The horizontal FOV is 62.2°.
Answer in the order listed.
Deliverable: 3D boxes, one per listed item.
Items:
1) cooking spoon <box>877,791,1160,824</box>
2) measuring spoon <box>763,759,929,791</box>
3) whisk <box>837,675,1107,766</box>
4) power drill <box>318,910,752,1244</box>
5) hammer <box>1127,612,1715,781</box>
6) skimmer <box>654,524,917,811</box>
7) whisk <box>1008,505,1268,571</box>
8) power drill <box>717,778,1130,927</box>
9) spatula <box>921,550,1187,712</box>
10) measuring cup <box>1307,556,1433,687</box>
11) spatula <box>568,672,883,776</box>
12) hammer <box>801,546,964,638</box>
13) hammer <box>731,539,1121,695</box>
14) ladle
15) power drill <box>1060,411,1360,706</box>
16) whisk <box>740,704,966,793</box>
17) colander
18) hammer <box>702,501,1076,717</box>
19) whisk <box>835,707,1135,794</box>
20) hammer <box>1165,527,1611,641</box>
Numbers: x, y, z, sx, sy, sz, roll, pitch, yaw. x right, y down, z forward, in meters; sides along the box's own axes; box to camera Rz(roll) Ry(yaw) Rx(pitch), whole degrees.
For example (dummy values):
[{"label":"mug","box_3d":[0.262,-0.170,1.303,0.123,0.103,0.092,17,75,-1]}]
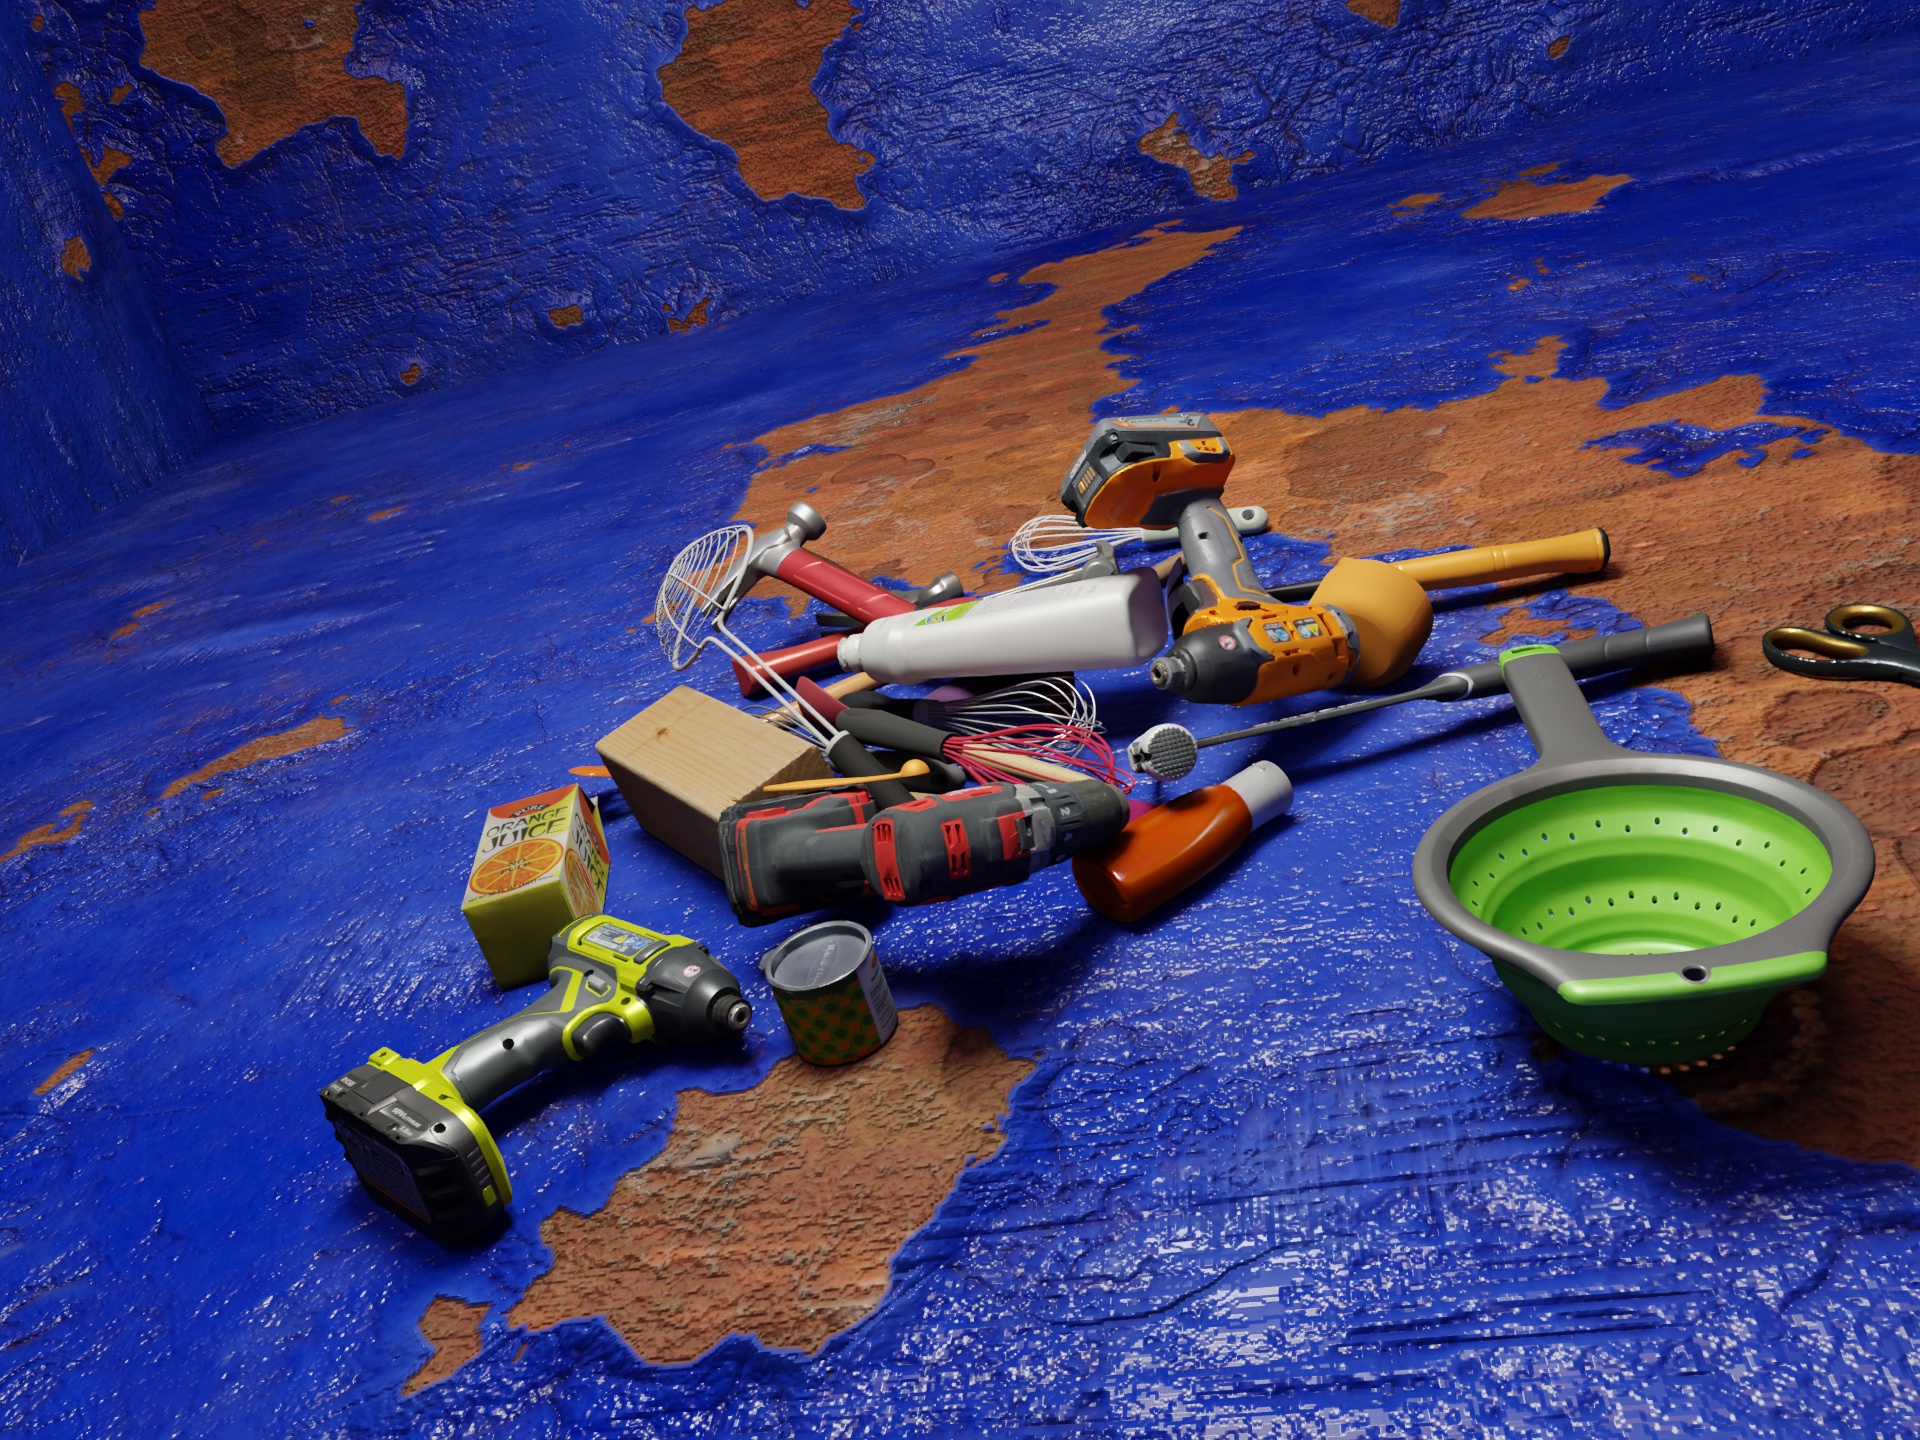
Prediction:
[{"label":"cooking spoon","box_3d":[0.003,0.063,1.142,0.319,0.017,0.069,3,31,33]},{"label":"measuring spoon","box_3d":[-0.077,0.037,1.060,0.117,0.011,0.021,-7,2,14]},{"label":"whisk","box_3d":[-0.001,-0.004,1.244,0.285,0.070,0.070,4,32,46]},{"label":"power drill","box_3d":[-0.246,0.202,0.953,0.171,0.080,0.223,9,33,42]},{"label":"hammer","box_3d":[0.310,-0.016,1.068,0.409,0.036,0.149,-12,-2,-3]},{"label":"skimmer","box_3d":[-0.113,-0.019,1.203,0.364,0.127,0.090,42,19,27]},{"label":"whisk","box_3d":[0.165,-0.176,1.498,0.246,0.059,0.058,-5,64,15]},{"label":"power drill","box_3d":[-0.024,0.074,0.992,0.188,0.080,0.227,-9,0,-41]},{"label":"spatula","box_3d":[0.098,-0.081,1.374,0.316,0.018,0.060,-32,31,-26]},{"label":"measuring cup","box_3d":[0.262,-0.057,1.180,0.173,0.095,0.052,-18,24,43]},{"label":"spatula","box_3d":[-0.172,-0.003,1.350,0.322,0.041,0.081,-25,11,-20]},{"label":"hammer","box_3d":[-0.129,-0.143,1.614,0.130,0.031,0.332,-26,27,-20]},{"label":"hammer","box_3d":[-0.032,-0.091,1.434,0.359,0.036,0.149,-16,11,7]},{"label":"ladle","box_3d":[-0.021,0.017,1.215,0.316,0.069,0.031,15,60,41]},{"label":"power drill","box_3d":[0.161,-0.108,1.115,0.164,0.084,0.227,-11,61,-33]},{"label":"whisk","box_3d":[-0.094,0.027,1.242,0.239,0.055,0.055,10,36,35]},{"label":"colander","box_3d":[0.343,0.068,0.854,0.204,0.094,0.397,-10,23,12]},{"label":"hammer","box_3d":[-0.061,-0.074,1.349,0.387,0.038,0.143,28,71,38]},{"label":"whisk","box_3d":[0.007,0.023,1.124,0.073,0.073,0.296,-34,31,-32]},{"label":"hammer","box_3d":[0.327,-0.112,1.228,0.337,0.034,0.127,-8,-16,7]}]
